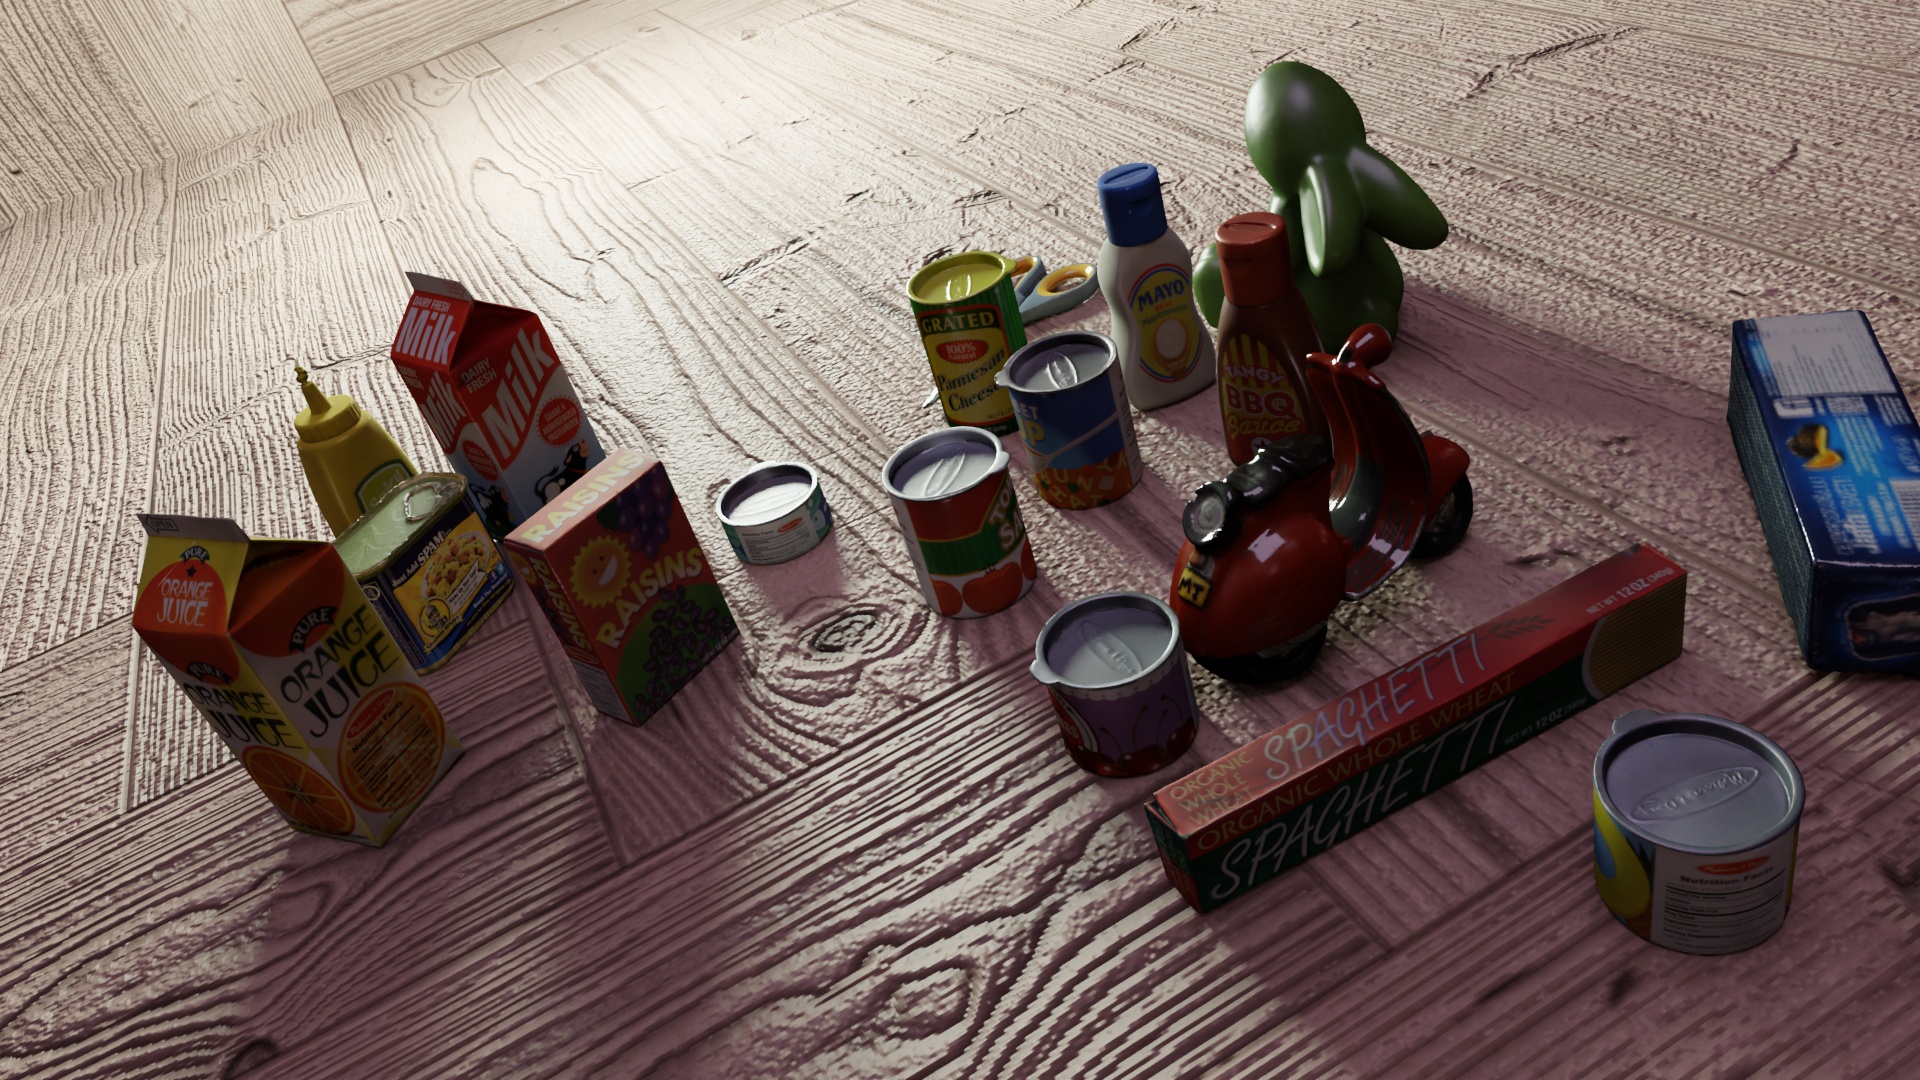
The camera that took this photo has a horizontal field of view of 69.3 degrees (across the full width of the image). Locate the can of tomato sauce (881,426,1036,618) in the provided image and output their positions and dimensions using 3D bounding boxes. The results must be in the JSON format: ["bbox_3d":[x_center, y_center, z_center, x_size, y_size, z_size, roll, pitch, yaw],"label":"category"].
[{"bbox_3d":[0.003,-0.009,0.753,0.071,0.082,0.071,-12,35,9],"label":"can of tomato sauce"}]

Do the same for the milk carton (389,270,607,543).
[{"bbox_3d":[-0.298,-0.087,0.899,0.072,0.189,0.074,15,46,38],"label":"milk carton"}]

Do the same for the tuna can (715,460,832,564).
[{"bbox_3d":[-0.115,-0.018,0.861,0.071,0.032,0.071,-12,35,8],"label":"tuna can"}]

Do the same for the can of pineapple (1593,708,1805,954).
[{"bbox_3d":[0.265,0.104,0.503,0.071,0.057,0.071,-12,35,9],"label":"can of pineapple"}]

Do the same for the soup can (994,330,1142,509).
[{"bbox_3d":[0.064,-0.069,0.809,0.071,0.083,0.072,-12,35,9],"label":"soup can"}]

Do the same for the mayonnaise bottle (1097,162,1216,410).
[{"bbox_3d":[0.115,-0.154,0.848,0.065,0.147,0.041,-23,35,-7],"label":"mayonnaise bottle"}]

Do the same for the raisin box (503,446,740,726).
[{"bbox_3d":[-0.179,0.025,0.750,0.040,0.122,0.086,14,46,38],"label":"raisin box"}]

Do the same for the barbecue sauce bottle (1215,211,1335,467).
[{"bbox_3d":[0.167,-0.104,0.755,0.065,0.147,0.044,14,46,38],"label":"barbecue sauce bottle"}]

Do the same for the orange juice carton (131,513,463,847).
[{"bbox_3d":[-0.343,0.063,0.709,0.072,0.191,0.073,3,39,27],"label":"orange juice carton"}]

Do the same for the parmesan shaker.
[{"bbox_3d":[0.013,-0.125,0.891,0.071,0.102,0.072,-12,35,9],"label":"parmesan shaker"}]

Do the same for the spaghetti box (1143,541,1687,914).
[{"bbox_3d":[0.194,0.076,0.580,0.250,0.050,0.029,-25,35,-11],"label":"spaghetti box"}]

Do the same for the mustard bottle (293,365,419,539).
[{"bbox_3d":[-0.392,-0.043,0.905,0.049,0.159,0.066,9,43,33],"label":"mustard bottle"}]

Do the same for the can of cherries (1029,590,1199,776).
[{"bbox_3d":[0.071,0.067,0.640,0.071,0.058,0.072,-12,35,9],"label":"can of cherries"}]
